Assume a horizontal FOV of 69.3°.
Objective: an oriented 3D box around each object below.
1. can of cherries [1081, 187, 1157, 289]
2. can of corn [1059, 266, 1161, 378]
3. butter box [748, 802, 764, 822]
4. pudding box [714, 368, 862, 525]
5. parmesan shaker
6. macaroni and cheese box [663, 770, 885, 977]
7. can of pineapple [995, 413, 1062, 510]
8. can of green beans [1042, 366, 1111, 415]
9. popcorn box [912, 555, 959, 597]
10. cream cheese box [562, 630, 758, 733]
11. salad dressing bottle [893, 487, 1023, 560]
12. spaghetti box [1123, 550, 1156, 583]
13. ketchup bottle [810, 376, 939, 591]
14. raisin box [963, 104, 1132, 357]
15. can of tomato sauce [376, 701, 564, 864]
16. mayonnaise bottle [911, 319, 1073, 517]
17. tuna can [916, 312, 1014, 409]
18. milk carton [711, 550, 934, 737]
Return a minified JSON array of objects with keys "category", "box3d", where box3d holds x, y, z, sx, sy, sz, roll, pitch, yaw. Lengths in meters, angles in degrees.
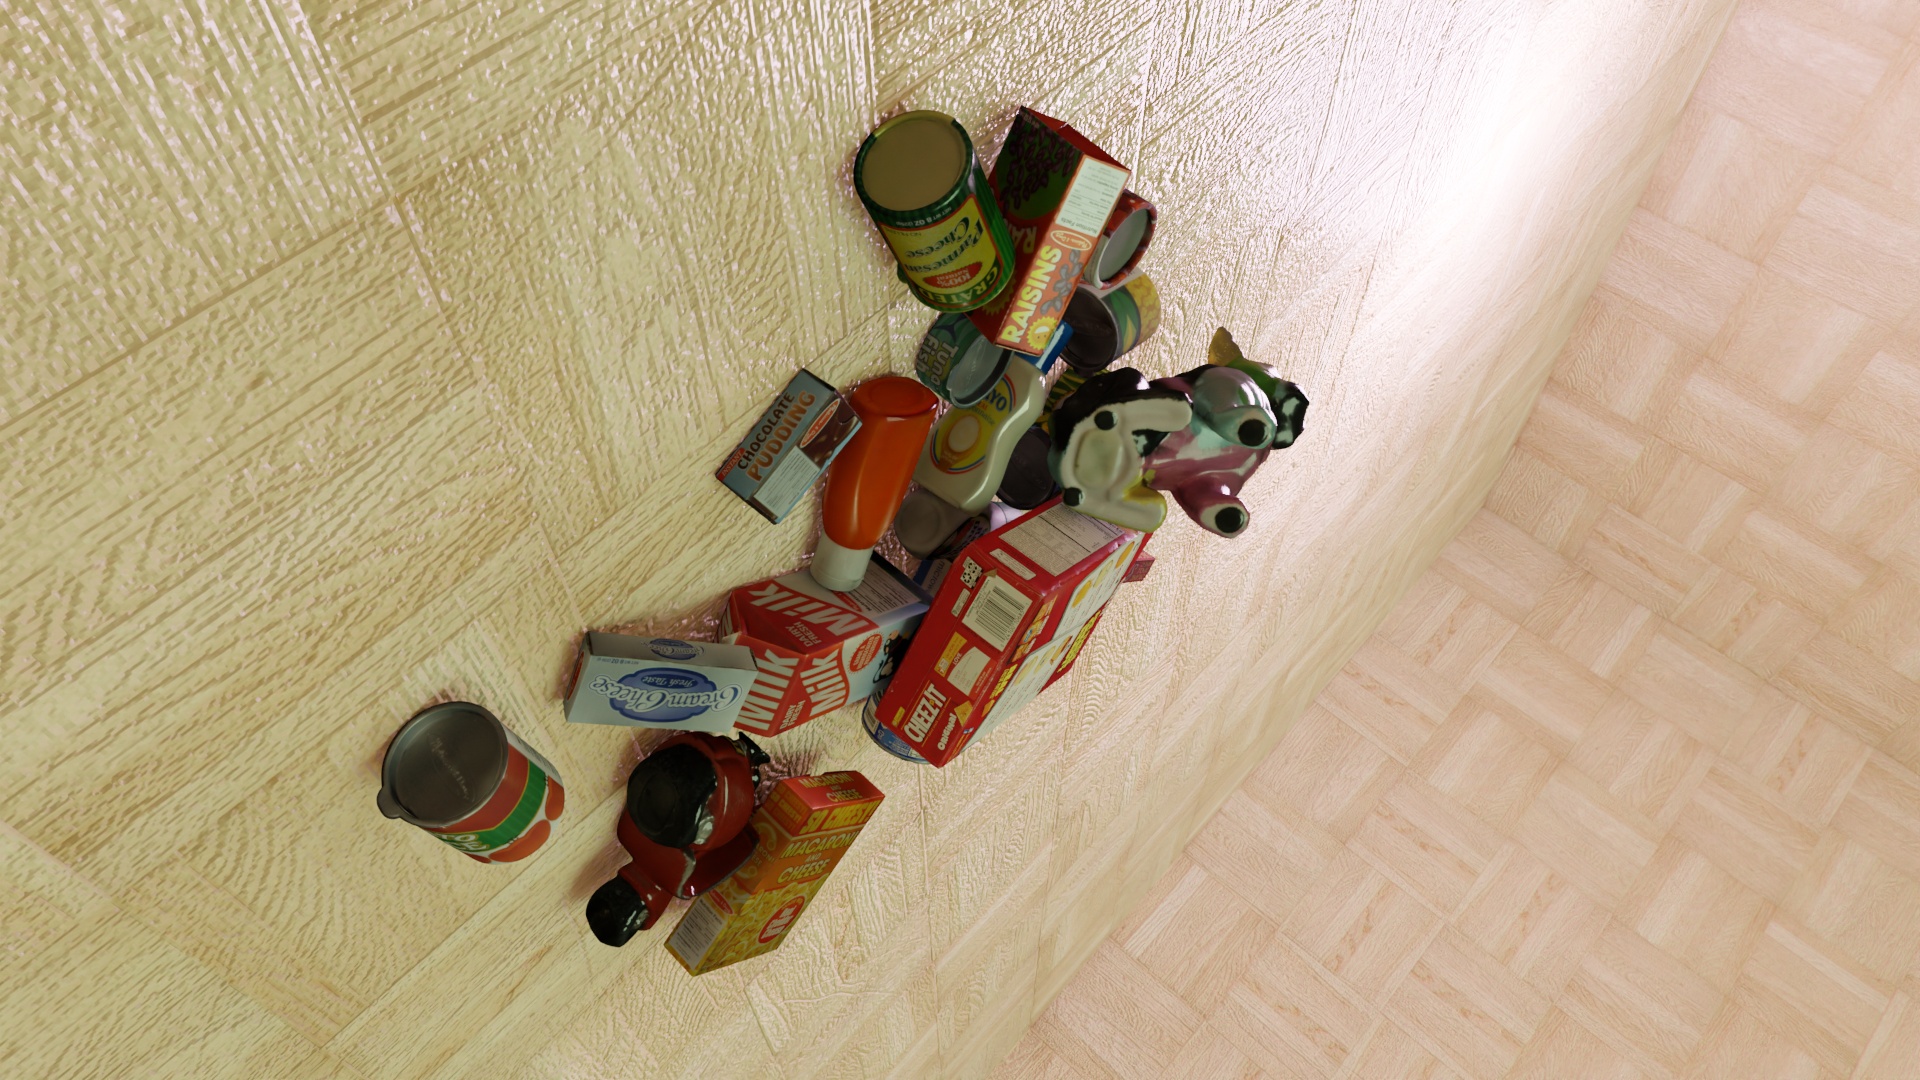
[{"category":"can of cherries","box3d":[0.090,-0.210,0.922,0.072,0.058,0.071,-41,154,-25]},{"category":"can of corn","box3d":[0.103,-0.161,1.006,0.058,0.071,0.070,-35,151,-37]},{"category":"butter box","box3d":[-0.170,0.239,1.111,0.104,0.024,0.053,-5,129,-60]},{"category":"pudding box","box3d":[-0.100,-0.054,0.819,0.084,0.030,0.049,-51,156,-5]},{"category":"parmesan shaker","box3d":[-0.015,-0.178,0.762,0.071,0.071,0.103,-51,157,-6]},{"category":"macaroni and cheese box","box3d":[-0.145,0.259,1.101,0.166,0.040,0.124,-55,157,9]},{"category":"can of pineapple","box3d":[0.062,-0.062,1.067,0.058,0.071,0.070,-22,142,-52]},{"category":"can of green beans","box3d":[0.107,-0.104,1.107,0.071,0.058,0.071,-42,155,-25]},{"category":"popcorn box","box3d":[-0.014,0.057,1.131,0.085,0.038,0.126,-14,135,-57]},{"category":"cream cheese box","box3d":[-0.177,0.085,0.821,0.104,0.024,0.053,9,122,-31]},{"category":"salad dressing bottle","box3d":[0.004,-0.013,1.055,0.064,0.044,0.148,-45,161,20]},{"category":"spaghetti box","box3d":[0.118,0.018,1.312,0.028,0.050,0.250,-59,157,16]},{"category":"ketchup bottle","box3d":[-0.062,-0.033,0.904,0.065,0.043,0.148,-23,143,-48]},{"category":"raisin box","box3d":[0.042,-0.184,0.829,0.040,0.086,0.123,10,118,-34]},{"category":"can of tomato sauce","box3d":[-0.257,0.132,0.737,0.071,0.071,0.082,-46,157,-16]},{"category":"mayonnaise bottle","box3d":[0.024,-0.093,0.964,0.148,0.065,0.041,-58,154,1]},{"category":"tuna can","box3d":[0.002,-0.122,0.914,0.071,0.033,0.070,-42,155,-25]},{"category":"milk carton","box3d":[-0.104,0.070,0.932,0.191,0.073,0.072,-17,138,-54]}]
